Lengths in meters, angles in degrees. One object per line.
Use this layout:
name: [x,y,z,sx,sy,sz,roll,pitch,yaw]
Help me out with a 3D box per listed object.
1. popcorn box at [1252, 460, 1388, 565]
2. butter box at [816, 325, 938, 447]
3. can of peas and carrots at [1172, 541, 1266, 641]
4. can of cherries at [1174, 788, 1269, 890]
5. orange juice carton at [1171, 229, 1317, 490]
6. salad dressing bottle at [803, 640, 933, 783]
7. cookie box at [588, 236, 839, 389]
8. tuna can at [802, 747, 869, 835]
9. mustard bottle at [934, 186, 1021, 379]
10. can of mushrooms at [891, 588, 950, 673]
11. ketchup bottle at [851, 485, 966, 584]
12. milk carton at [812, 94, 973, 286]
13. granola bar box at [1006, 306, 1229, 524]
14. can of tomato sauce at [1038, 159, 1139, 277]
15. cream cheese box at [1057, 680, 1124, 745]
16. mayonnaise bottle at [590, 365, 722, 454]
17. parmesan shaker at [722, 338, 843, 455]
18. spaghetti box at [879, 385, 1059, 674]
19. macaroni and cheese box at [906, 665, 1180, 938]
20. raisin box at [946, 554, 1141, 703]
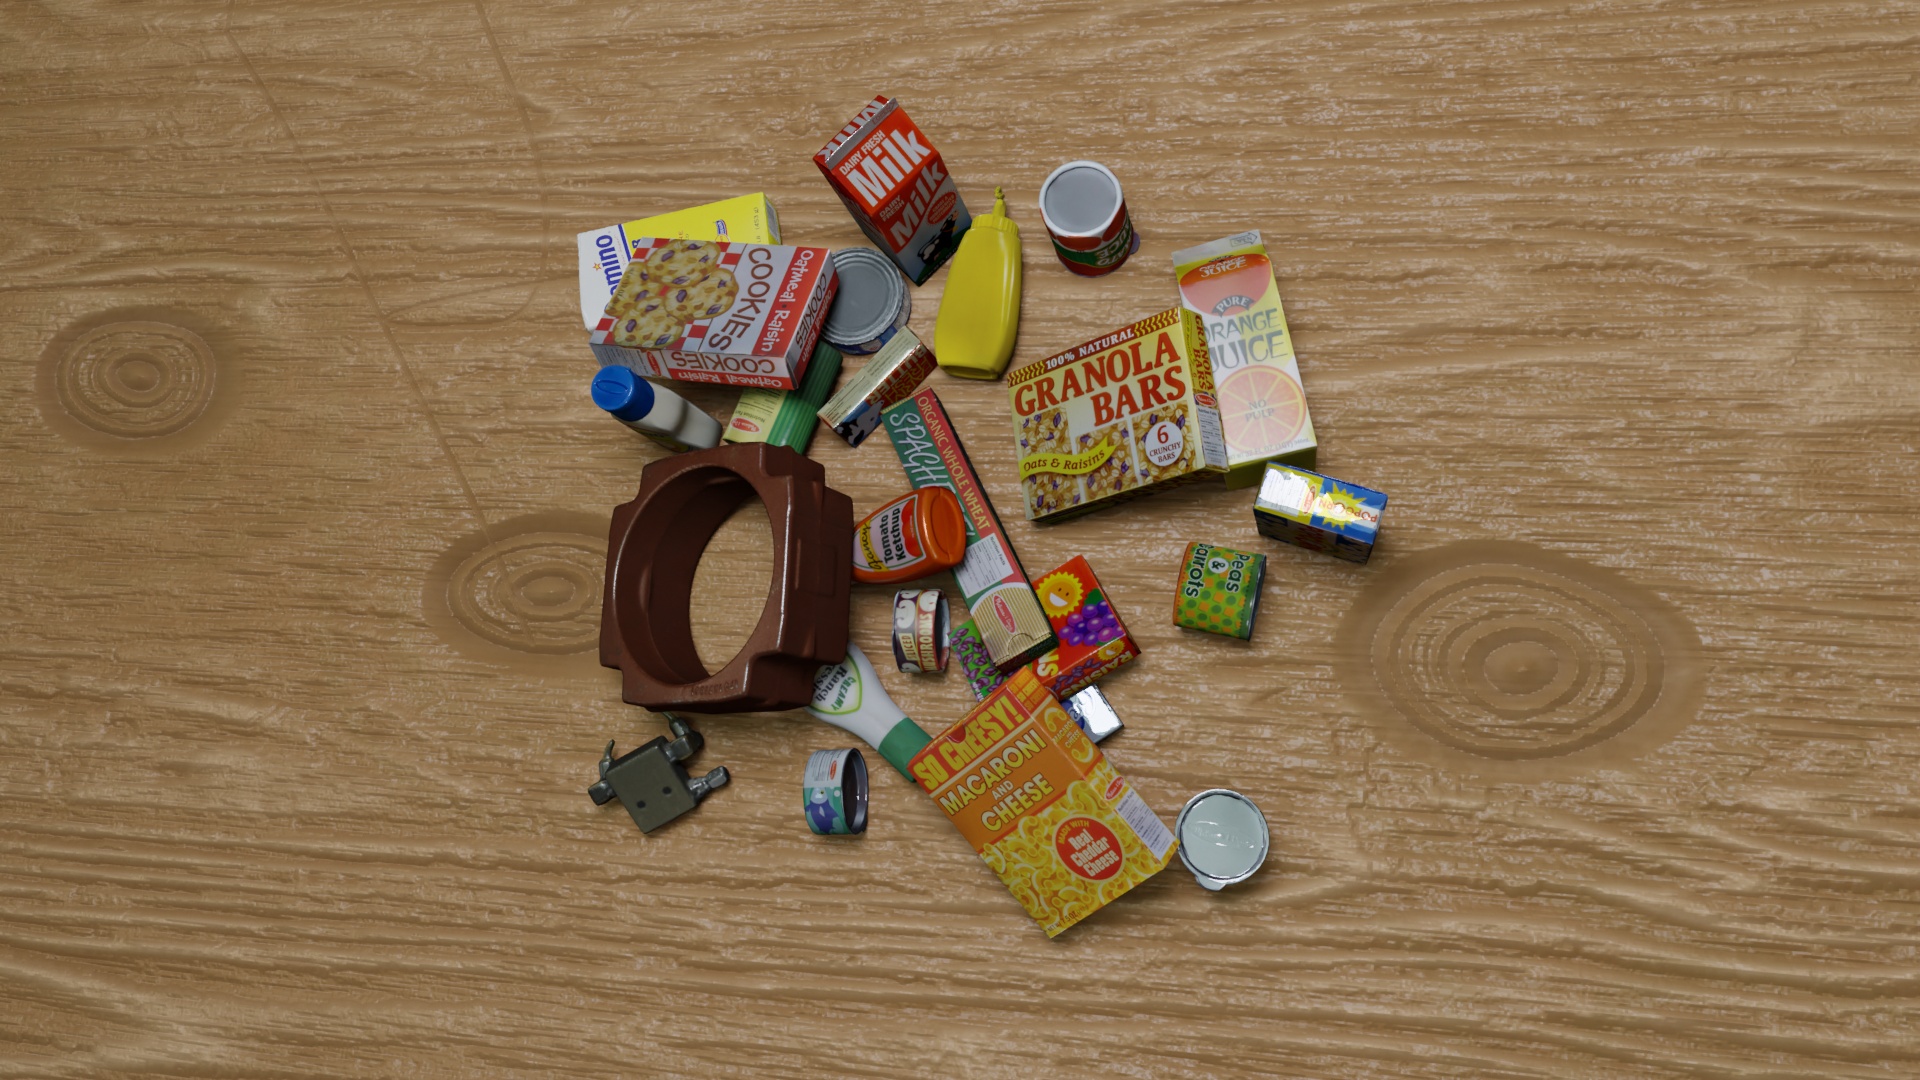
popcorn box: [0.259,-0.018,1.002,0.085,0.126,0.038,17,87,16]
butter box: [-0.066,-0.125,1.135,0.103,0.053,0.024,-45,71,0]
can of peas and carrots: [0.193,0.036,1.035,0.059,0.071,0.071,11,82,15]
can of cherries: [0.189,0.216,1.006,0.071,0.058,0.071,-2,79,11]
orange juice carton: [0.216,-0.144,1.065,0.072,0.073,0.193,-13,76,11]
salad dressing bottle: [-0.079,0.129,1.091,0.148,0.044,0.064,40,91,17]
cookie box: [-0.194,-0.183,1.112,0.167,0.040,0.123,6,55,14]
tuna can: [-0.095,0.196,1.072,0.033,0.071,0.071,-4,78,13]
mustard bottle: [0.021,-0.213,1.135,0.065,0.048,0.160,9,80,15]
can of mushrooms: [-0.030,0.071,1.078,0.033,0.071,0.071,-1,79,11]
ketchup bottle: [-0.059,0.006,1.076,0.148,0.043,0.065,-21,72,45]
milk carton: [-0.053,-0.279,1.091,0.072,0.190,0.073,-44,74,2]
granola bar box: [0.117,-0.091,1.056,0.165,0.039,0.124,-17,75,39]
can of tomato sauce: [0.103,-0.255,1.107,0.071,0.083,0.071,-3,79,13]
cream cheese box: [0.068,0.148,1.064,0.104,0.024,0.053,-34,73,4]
mayonnaise bottle: [-0.248,-0.104,1.121,0.065,0.148,0.041,14,84,15]
parmesan shaker: [-0.143,-0.116,1.143,0.071,0.071,0.103,21,84,16]
spaghetti box: [0.004,-0.014,1.080,0.050,0.028,0.251,-28,60,6]
macaroni and cheese box: [0.057,0.190,1.002,0.166,0.040,0.123,49,124,3]
raisin box: [0.062,0.079,1.059,0.123,0.040,0.086,-31,51,6]
